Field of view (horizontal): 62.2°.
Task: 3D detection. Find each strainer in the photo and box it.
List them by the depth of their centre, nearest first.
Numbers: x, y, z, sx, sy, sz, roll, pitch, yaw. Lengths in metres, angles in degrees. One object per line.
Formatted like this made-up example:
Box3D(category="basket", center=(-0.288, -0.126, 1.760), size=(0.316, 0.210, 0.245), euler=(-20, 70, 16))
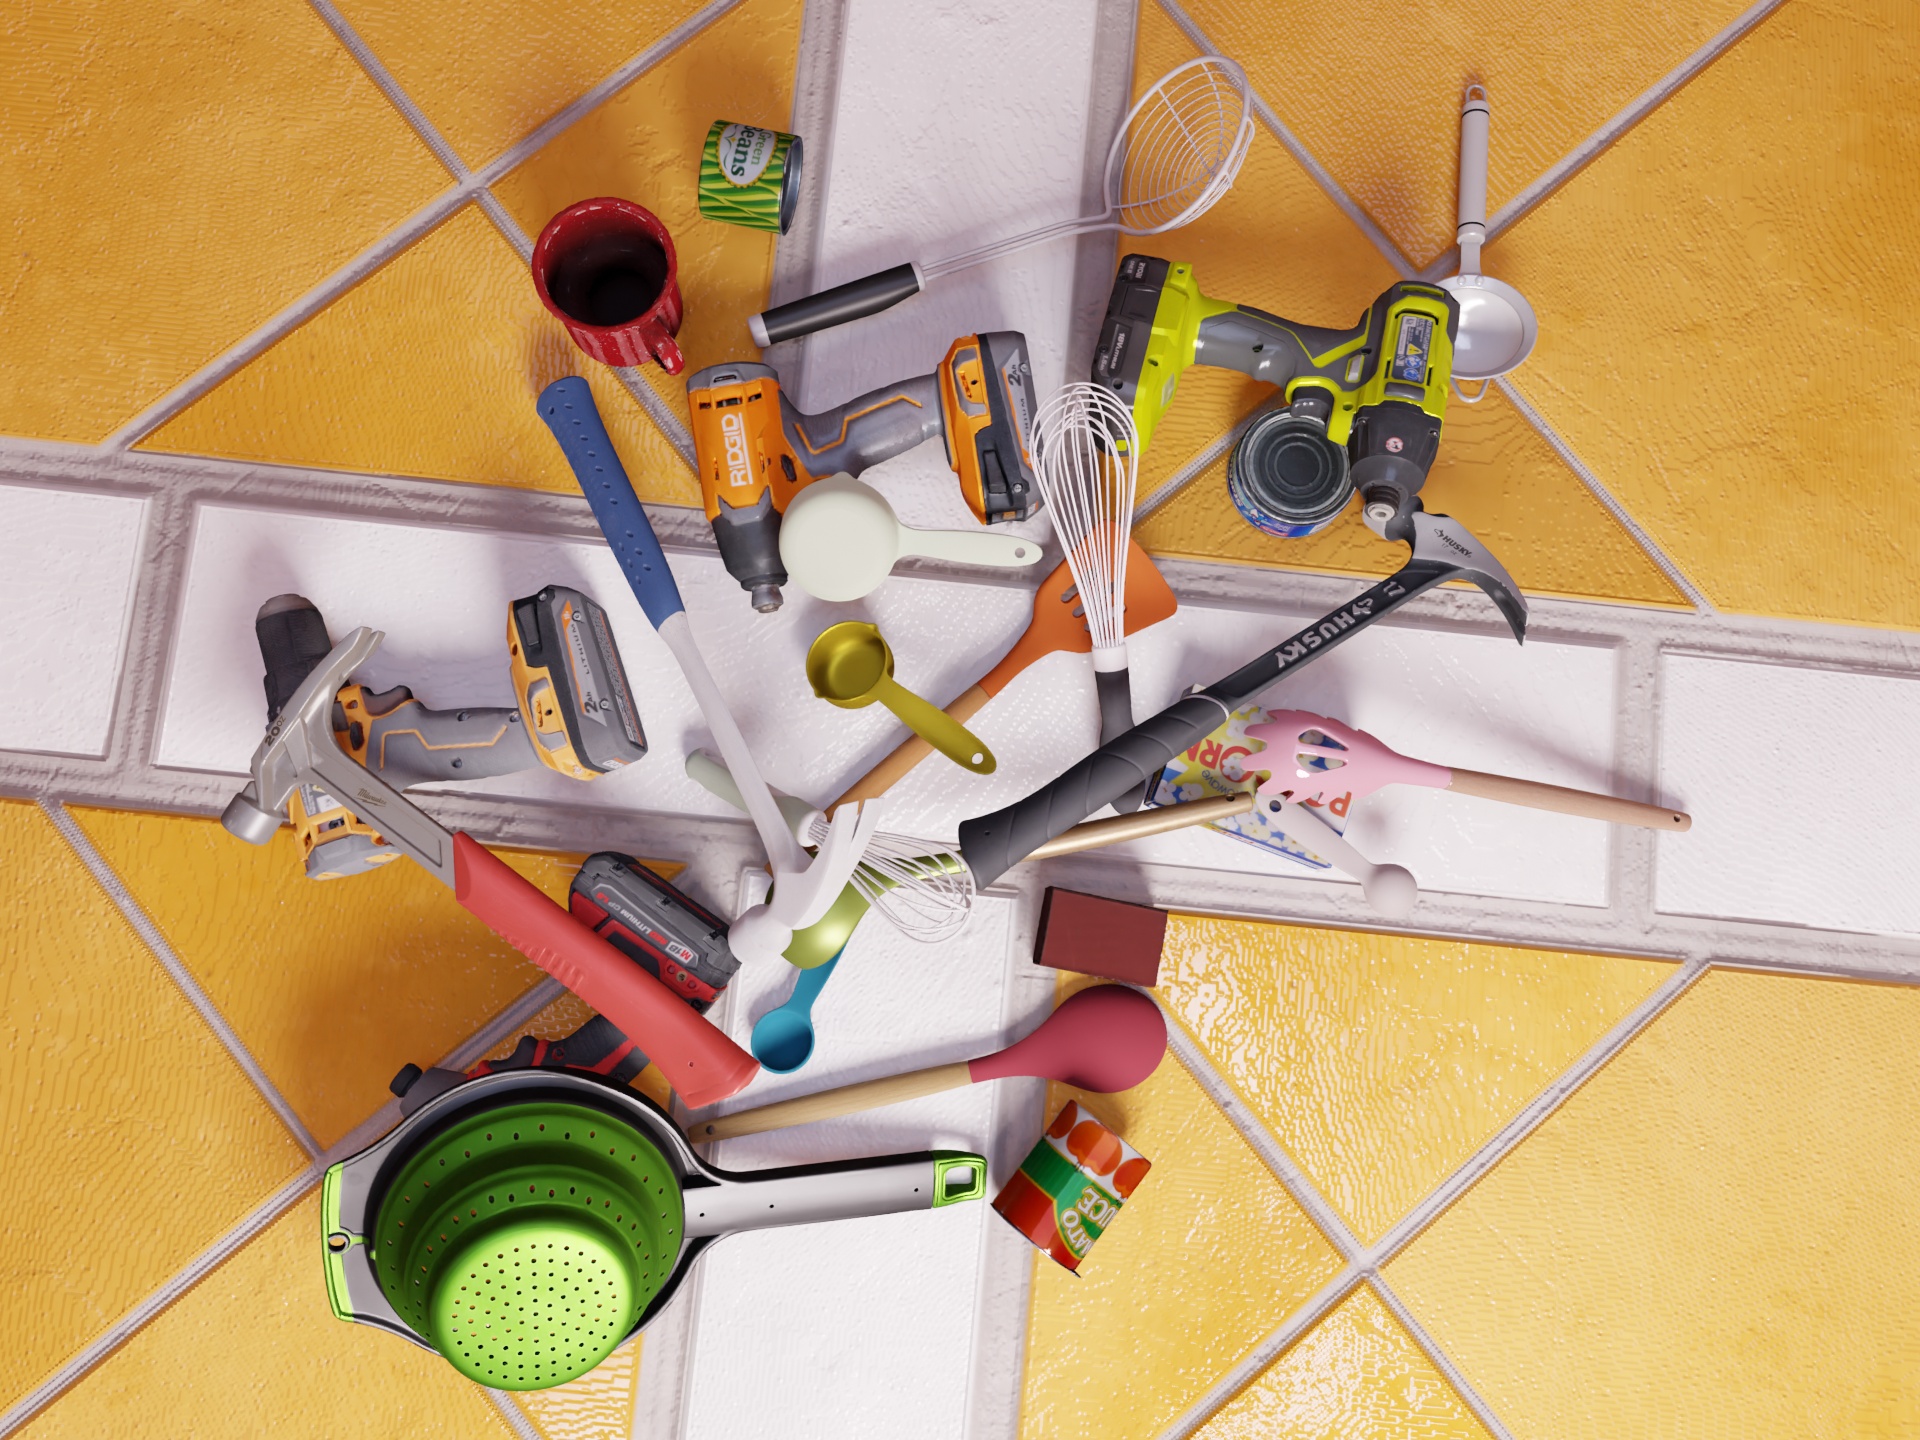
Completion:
Box3D(category="strainer", center=(0.356, -0.329, 1.107), size=(0.087, 0.050, 0.258), euler=(4, 76, 10))

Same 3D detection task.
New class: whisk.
Box3D(category="whisk", center=(-0.085, 0.069, 0.981), size=(0.246, 0.057, 0.059), euler=(26, 94, 34))
Box3D(category="whisk", center=(0.093, -0.072, 1.013), size=(0.070, 0.070, 0.284), euler=(-10, 107, -3))

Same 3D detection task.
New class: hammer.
Box3D(category="hammer", center=(-0.264, 0.101, 0.947), size=(0.359, 0.036, 0.149), euler=(35, 90, 7))
Box3D(category="hammer", center=(0.171, -0.013, 0.990), size=(0.409, 0.036, 0.149), euler=(-31, 51, -15))
Box3D(category="hammer", center=(-0.172, -0.055, 0.995), size=(0.035, 0.144, 0.406), euler=(-6, 60, -46))

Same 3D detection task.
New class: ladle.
Box3D(category="ladle", center=(0.030, 0.092, 1.015), size=(0.320, 0.062, 0.078), euler=(-12, 43, -2))
Box3D(category="ladle", center=(-0.020, 0.230, 1.021), size=(0.315, 0.031, 0.069), euler=(-13, 73, -2))

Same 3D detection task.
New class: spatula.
Box3D(category="spatula", center=(-0.002, -0.003, 1.046), size=(0.322, 0.041, 0.081), euler=(-41, 102, -5))

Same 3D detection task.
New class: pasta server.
Box3D(category="pasta server", center=(0.335, 0.042, 1.034), size=(0.316, 0.040, 0.060), euler=(10, 81, -15))

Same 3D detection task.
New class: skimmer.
Box3D(category="skimmer", center=(0.022, -0.343, 1.072), size=(0.363, 0.090, 0.127), euler=(-19, 51, -2))

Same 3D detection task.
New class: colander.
Box3D(category="colander", center=(-0.165, 0.307, 0.930), size=(0.397, 0.095, 0.204), euler=(-2, 107, -16))

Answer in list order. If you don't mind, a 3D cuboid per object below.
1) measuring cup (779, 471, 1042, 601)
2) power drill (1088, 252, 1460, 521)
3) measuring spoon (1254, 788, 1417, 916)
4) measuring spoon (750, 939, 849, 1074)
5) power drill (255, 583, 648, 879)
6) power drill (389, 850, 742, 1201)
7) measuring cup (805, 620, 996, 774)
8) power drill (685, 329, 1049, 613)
Box3D(category="measuring cup", center=(-0.032, -0.108, 0.998), size=(0.167, 0.038, 0.083), euler=(5, 110, 1))
Box3D(category="power drill", center=(0.202, -0.218, 1.033), size=(0.223, 0.080, 0.171), euler=(12, 64, 10))
Box3D(category="measuring spoon", center=(0.240, 0.082, 1.014), size=(0.124, 0.018, 0.034), euler=(35, 82, 0))
Box3D(category="measuring spoon", center=(-0.094, 0.170, 1.034), size=(0.042, 0.021, 0.129), euler=(21, 72, 15))
Box3D(category="power drill", center=(-0.335, -0.018, 1.020), size=(0.226, 0.084, 0.185), euler=(-19, 82, 0))
Box3D(category="power drill", center=(-0.247, 0.196, 0.994), size=(0.143, 0.078, 0.220), euler=(35, 85, 3))
Box3D(category="measuring cup", center=(-0.034, -0.008, 1.029), size=(0.157, 0.029, 0.062), euler=(36, 84, 23))
Box3D(category="power drill", center=(-0.059, -0.164, 1.050), size=(0.226, 0.084, 0.164), euler=(-9, 85, 0))
